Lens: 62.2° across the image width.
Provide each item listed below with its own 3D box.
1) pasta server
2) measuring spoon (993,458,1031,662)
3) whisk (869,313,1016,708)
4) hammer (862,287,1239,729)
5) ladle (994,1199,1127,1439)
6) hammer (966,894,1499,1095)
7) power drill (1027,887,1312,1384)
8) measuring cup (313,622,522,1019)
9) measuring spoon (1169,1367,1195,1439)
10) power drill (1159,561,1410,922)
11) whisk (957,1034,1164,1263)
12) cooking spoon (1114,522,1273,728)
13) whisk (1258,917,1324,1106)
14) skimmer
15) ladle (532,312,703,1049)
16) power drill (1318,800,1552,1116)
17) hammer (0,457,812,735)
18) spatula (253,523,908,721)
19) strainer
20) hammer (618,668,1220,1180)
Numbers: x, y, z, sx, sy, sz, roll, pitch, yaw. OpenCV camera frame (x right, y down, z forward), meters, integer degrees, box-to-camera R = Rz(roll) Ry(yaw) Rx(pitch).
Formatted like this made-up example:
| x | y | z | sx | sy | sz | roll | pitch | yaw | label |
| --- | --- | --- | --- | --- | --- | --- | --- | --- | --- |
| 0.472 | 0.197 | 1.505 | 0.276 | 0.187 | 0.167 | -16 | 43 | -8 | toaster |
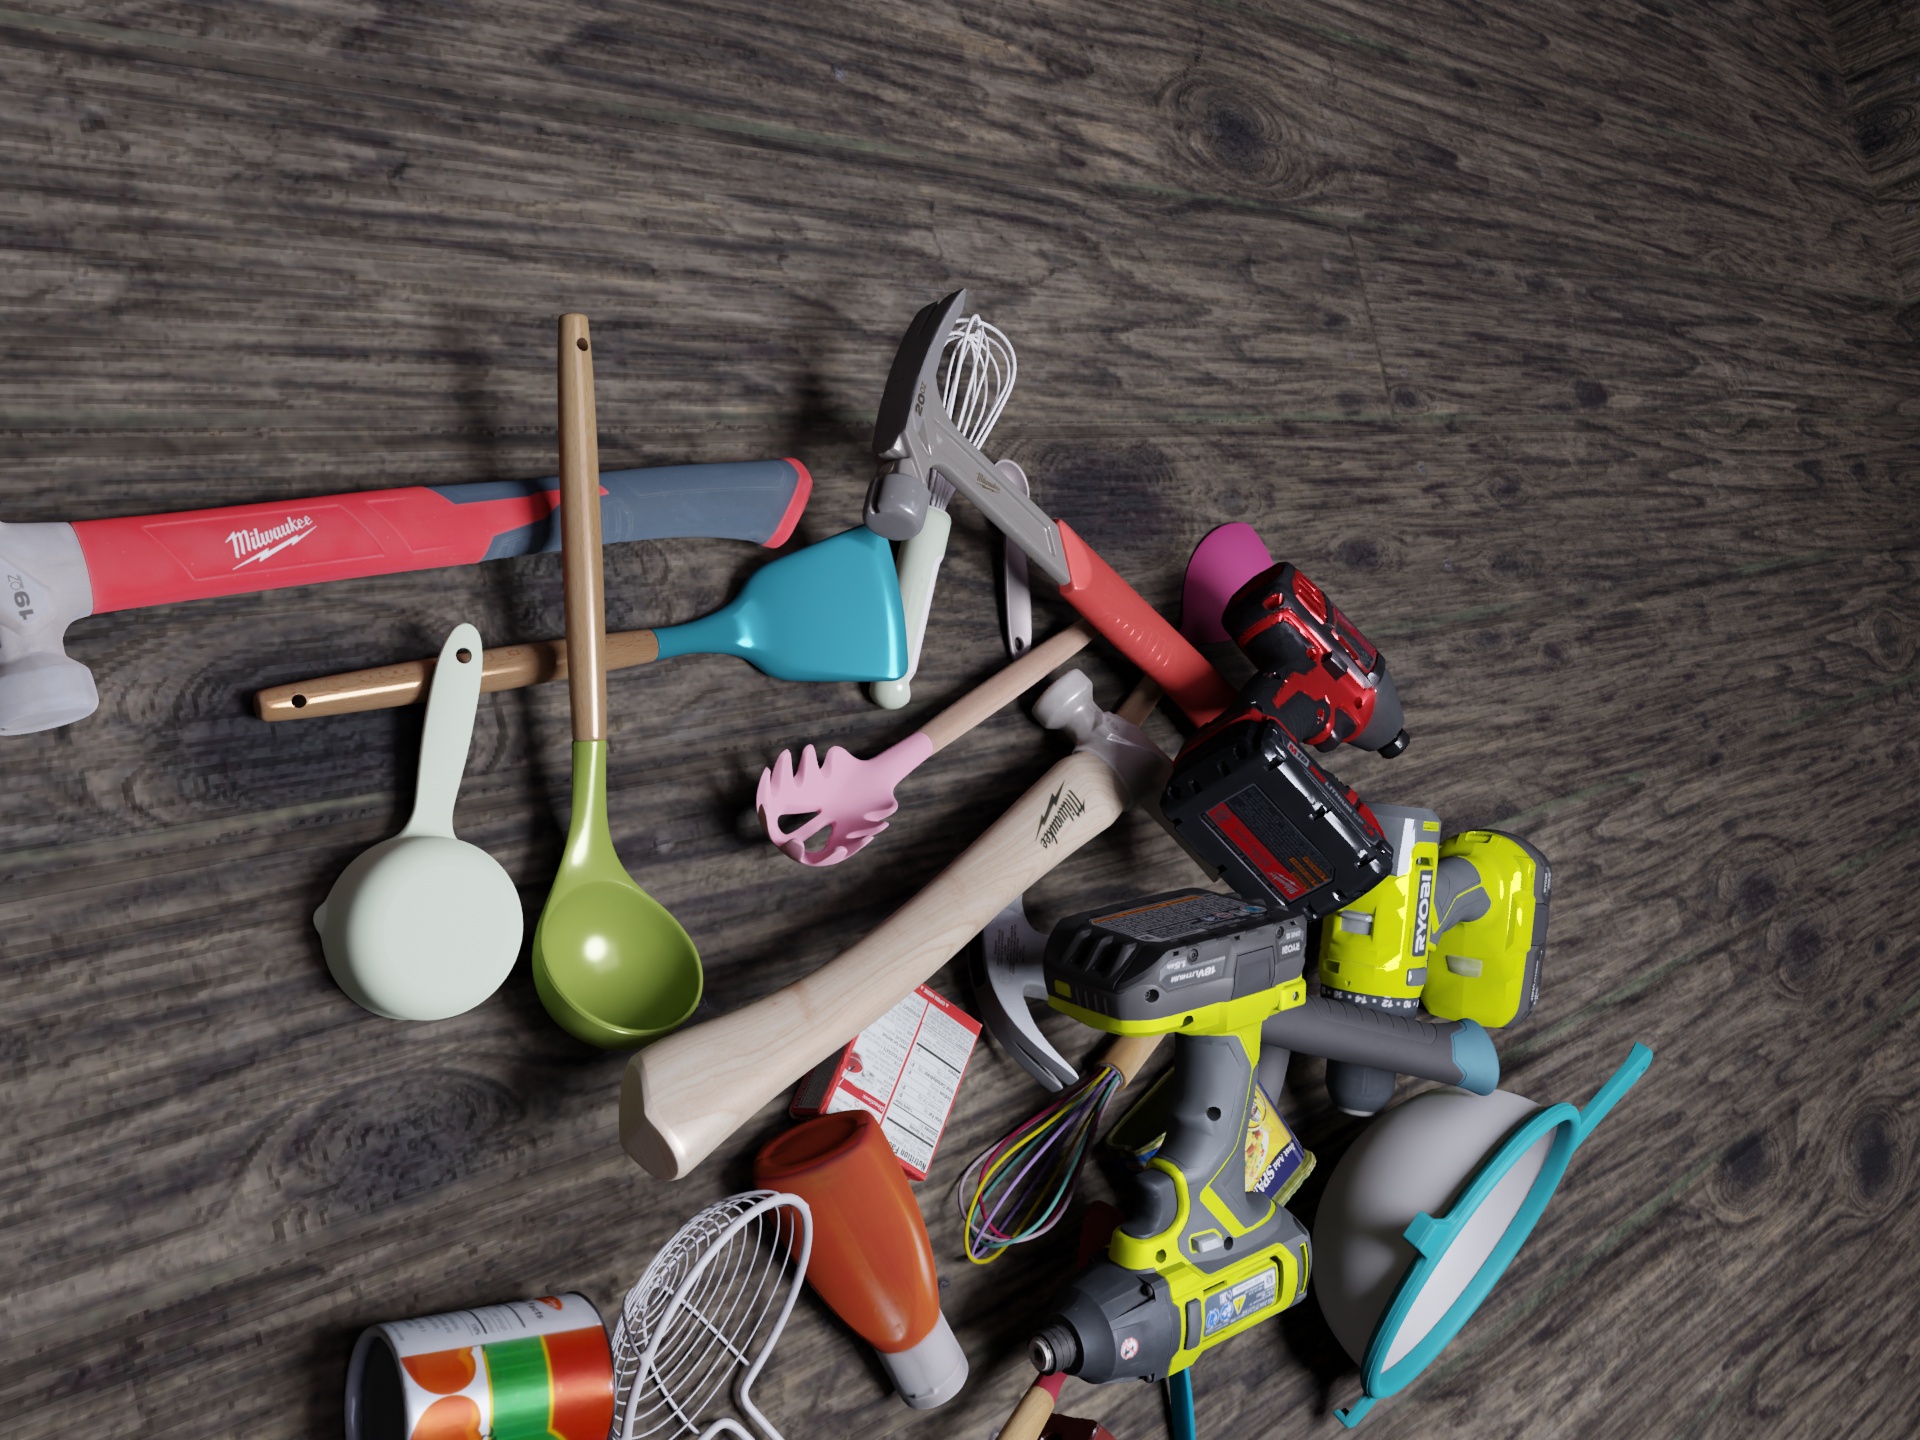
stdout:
| x | y | z | sx | sy | sz | roll | pitch | yaw | label |
| --- | --- | --- | --- | --- | --- | --- | --- | --- | --- |
| -0.001 | -0.003 | 0.857 | 0.060 | 0.040 | 0.316 | 45 | 43 | 10 | pasta server |
| 0.027 | -0.092 | 0.939 | 0.034 | 0.018 | 0.124 | -1 | 86 | -47 | measuring spoon |
| -0.015 | -0.121 | 0.887 | 0.059 | 0.057 | 0.246 | 13 | 71 | -2 | whisk |
| 0.080 | -0.082 | 0.918 | 0.358 | 0.037 | 0.149 | 38 | 53 | -38 | hammer |
| 0.026 | 0.340 | 0.758 | 0.315 | 0.031 | 0.069 | -40 | 115 | -54 | ladle |
| 0.159 | 0.161 | 0.894 | 0.331 | 0.033 | 0.128 | 15 | 62 | -17 | hammer |
| 0.102 | 0.206 | 0.782 | 0.171 | 0.080 | 0.223 | -7 | 100 | -38 | power drill |
| -0.211 | 0.040 | 0.655 | 0.083 | 0.038 | 0.168 | 13 | 80 | -38 | measuring cup |
| 0.113 | 0.356 | 0.881 | 0.021 | 0.042 | 0.128 | -5 | 89 | -24 | measuring spoon |
| 0.200 | 0.011 | 0.921 | 0.143 | 0.078 | 0.220 | 45 | 37 | -11 | power drill |
| 0.072 | 0.207 | 0.877 | 0.245 | 0.051 | 0.047 | -40 | 100 | -44 | whisk |
| 0.130 | -0.031 | 1.007 | 0.068 | 0.017 | 0.319 | 54 | 49 | -16 | cooking spoon |
| 0.207 | 0.155 | 1.010 | 0.055 | 0.055 | 0.239 | 35 | 62 | -30 | whisk |
| -0.035 | 0.365 | 0.703 | 0.363 | 0.090 | 0.127 | 57 | 46 | -14 | skimmer |
| -0.155 | -0.018 | 0.690 | 0.078 | 0.062 | 0.320 | -2 | 90 | -49 | ladle |
| 0.304 | 0.152 | 1.040 | 0.228 | 0.080 | 0.190 | 7 | 89 | -50 | power drill |
| -0.228 | -0.100 | 0.695 | 0.386 | 0.038 | 0.143 | -15 | 87 | -43 | hammer |
| -0.160 | -0.034 | 0.733 | 0.317 | 0.044 | 0.082 | -14 | 97 | -42 | spatula |
| 0.325 | 0.275 | 1.012 | 0.340 | 0.095 | 0.210 | -27 | 137 | -37 | strainer |
| -0.001 | 0.101 | 0.775 | 0.146 | 0.038 | 0.410 | 46 | 41 | 10 | hammer |
